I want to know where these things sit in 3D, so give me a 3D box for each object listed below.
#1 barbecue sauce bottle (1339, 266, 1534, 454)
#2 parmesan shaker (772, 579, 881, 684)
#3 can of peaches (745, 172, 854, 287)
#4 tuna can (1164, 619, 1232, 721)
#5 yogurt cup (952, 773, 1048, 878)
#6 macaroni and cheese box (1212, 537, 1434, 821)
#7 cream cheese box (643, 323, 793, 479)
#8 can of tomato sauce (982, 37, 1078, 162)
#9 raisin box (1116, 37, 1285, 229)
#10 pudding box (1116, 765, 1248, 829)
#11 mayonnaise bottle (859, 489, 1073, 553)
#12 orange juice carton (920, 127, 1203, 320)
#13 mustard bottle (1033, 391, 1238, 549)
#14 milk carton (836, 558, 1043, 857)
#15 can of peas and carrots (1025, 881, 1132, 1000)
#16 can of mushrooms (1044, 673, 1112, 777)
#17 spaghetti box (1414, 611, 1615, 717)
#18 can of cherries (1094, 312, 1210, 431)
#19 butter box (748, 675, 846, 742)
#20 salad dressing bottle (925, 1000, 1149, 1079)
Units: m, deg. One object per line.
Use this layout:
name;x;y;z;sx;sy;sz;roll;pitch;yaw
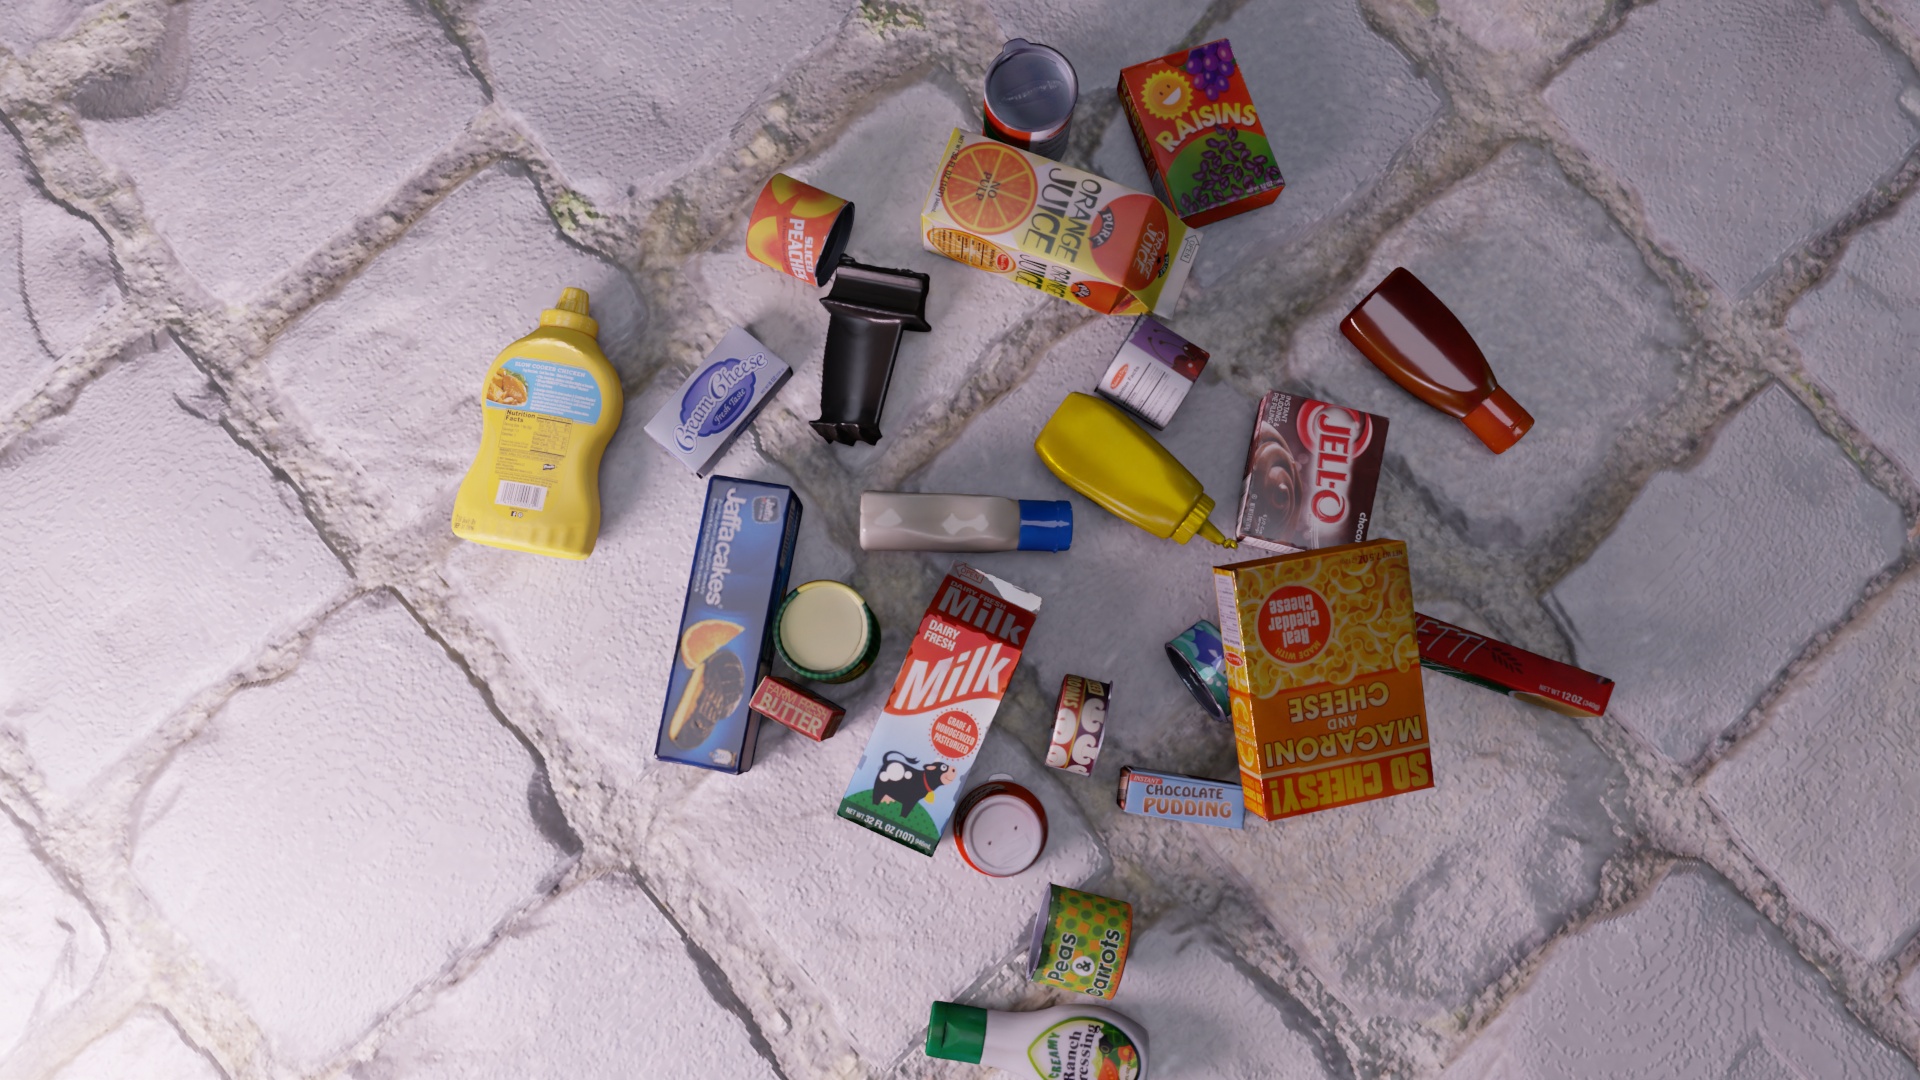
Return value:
barbecue sauce bottle;0.348;-0.126;1.005;0.065;0.043;0.148;-44;85;-6
parmesan shaker;-0.092;0.063;0.944;0.071;0.103;0.071;0;83;0
can of peaches;-0.116;-0.223;1.001;0.058;0.071;0.071;24;83;4
tuna can;0.175;0.091;0.960;0.033;0.071;0.071;-34;84;-5
yogurt cup;0.028;0.199;0.951;0.072;0.054;0.072;0;83;0
macaroni and cheese box;0.241;0.090;0.921;0.124;0.040;0.166;-9;94;-10
cream cheese box;-0.175;-0.101;1.007;0.053;0.024;0.104;39;83;6
can of tomato sauce;0.048;-0.312;1.008;0.071;0.083;0.071;0;82;0
raisin box;0.176;-0.299;1.030;0.086;0.040;0.123;-18;82;-2
pudding box;0.153;0.177;0.958;0.084;0.049;0.030;8;84;1
mayonnaise bottle;0.003;-0.012;0.979;0.148;0.064;0.041;1;79;-4
orange juice carton;0.073;-0.222;1.001;0.193;0.073;0.072;20;83;2
mustard bottle;0.129;-0.040;0.988;0.160;0.049;0.065;37;94;4
milk carton;-0.012;0.112;0.953;0.072;0.073;0.191;24;82;3
can of peas and carrots;0.080;0.270;0.933;0.059;0.071;0.071;14;83;1
can of mushrooms;0.081;0.124;0.955;0.033;0.071;0.071;14;83;3
spaghetti box;0.325;0.070;0.974;0.250;0.050;0.029;19;82;2
can of cherries;0.138;-0.121;0.993;0.058;0.071;0.071;31;83;3
butter box;-0.108;0.113;0.937;0.053;0.103;0.024;27;84;2
salad dressing bottle;0.051;0.341;0.937;0.148;0.044;0.064;9;81;1
